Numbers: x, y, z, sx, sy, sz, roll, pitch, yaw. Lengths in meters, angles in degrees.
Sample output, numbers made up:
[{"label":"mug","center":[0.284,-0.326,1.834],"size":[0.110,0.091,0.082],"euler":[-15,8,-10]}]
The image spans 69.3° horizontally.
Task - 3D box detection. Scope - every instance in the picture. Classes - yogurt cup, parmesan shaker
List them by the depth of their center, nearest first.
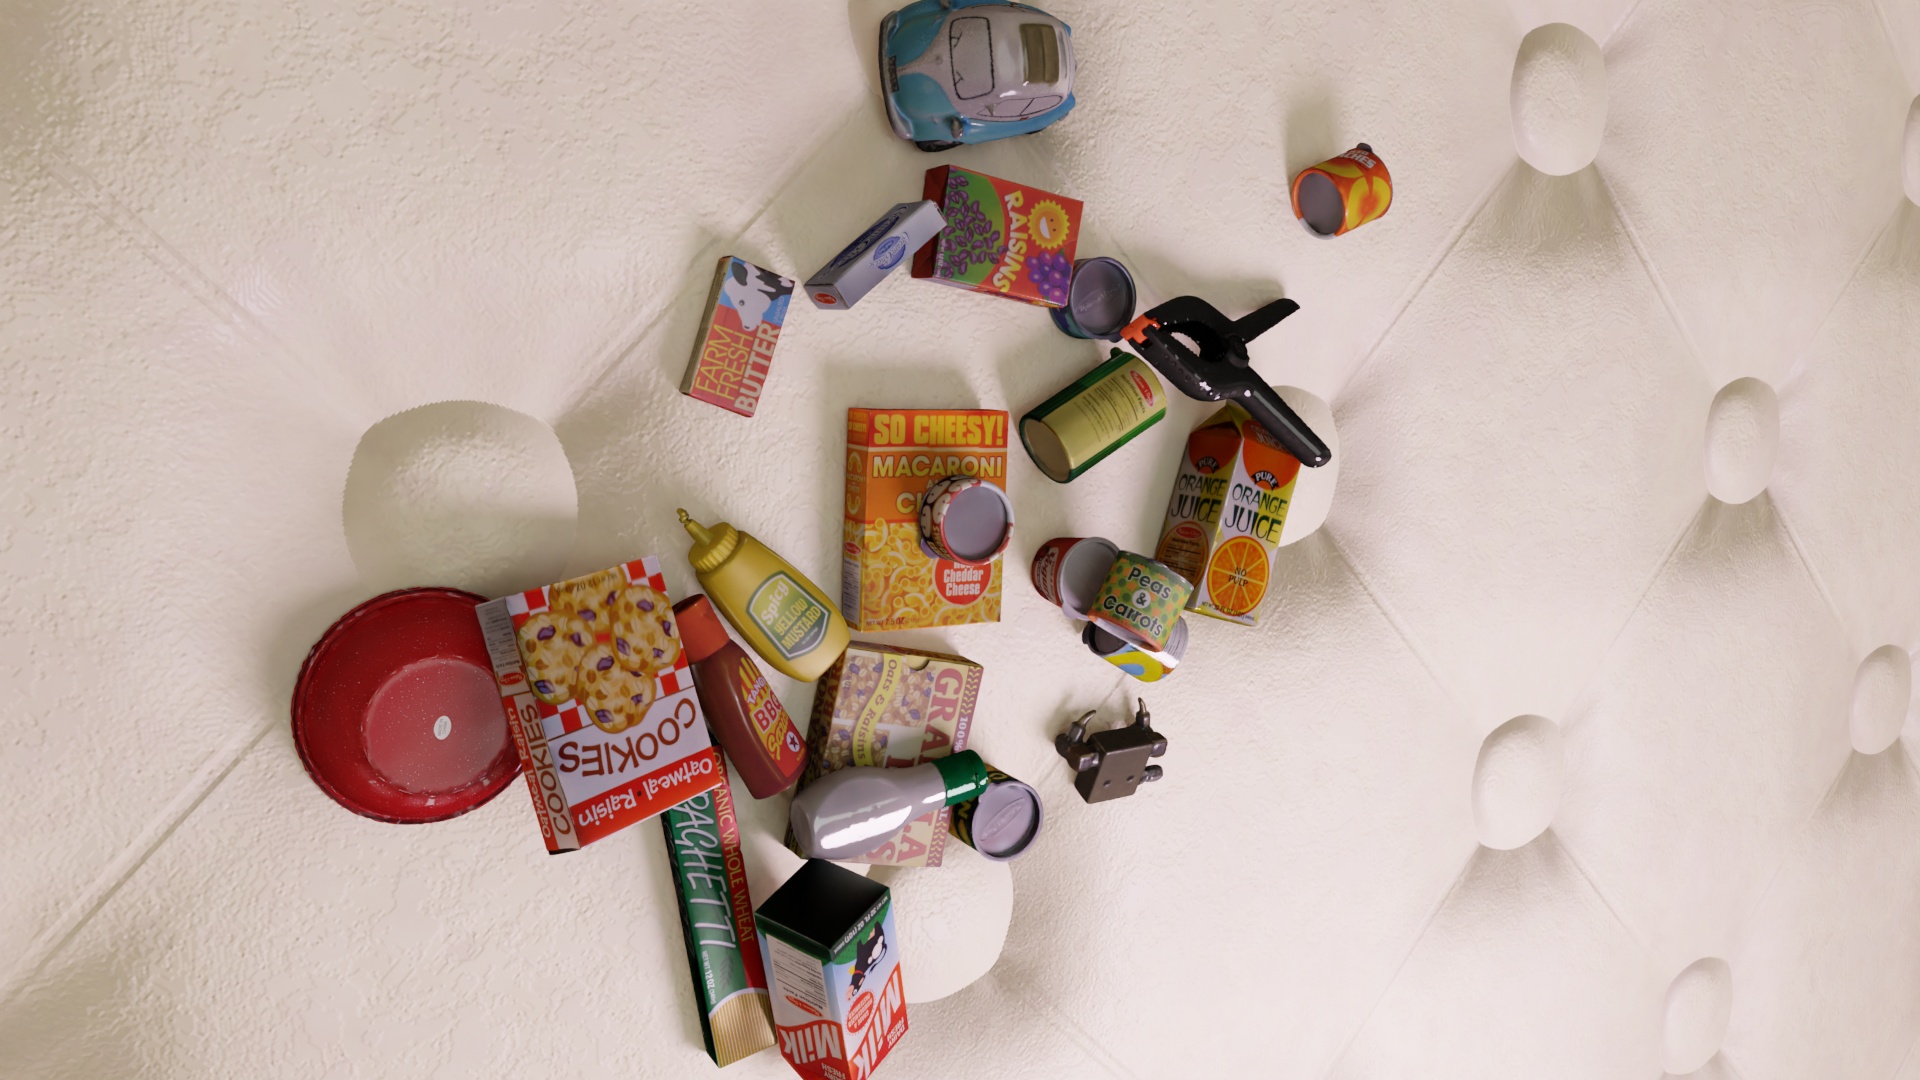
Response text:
[{"label":"parmesan shaker","center":[0.104,-0.101,1.115],"size":[0.103,0.071,0.071],"euler":[-34,112,-21]},{"label":"yogurt cup","center":[0.094,0.027,1.132],"size":[0.072,0.054,0.072],"euler":[-5,99,-29]}]

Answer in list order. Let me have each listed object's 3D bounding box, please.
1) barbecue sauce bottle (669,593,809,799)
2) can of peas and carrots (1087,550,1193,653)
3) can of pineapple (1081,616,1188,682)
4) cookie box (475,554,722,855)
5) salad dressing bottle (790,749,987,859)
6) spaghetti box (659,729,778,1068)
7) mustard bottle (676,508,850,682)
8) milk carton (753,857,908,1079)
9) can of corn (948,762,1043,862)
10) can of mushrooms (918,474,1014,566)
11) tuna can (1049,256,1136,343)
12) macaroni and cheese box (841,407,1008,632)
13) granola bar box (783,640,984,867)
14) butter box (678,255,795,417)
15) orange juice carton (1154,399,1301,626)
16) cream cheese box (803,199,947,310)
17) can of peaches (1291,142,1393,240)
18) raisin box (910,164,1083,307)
[{"label":"barbecue sauce bottle","center":[-0.163,0.109,0.995],"size":[0.043,0.065,0.148],"euler":[-24,105,18]},{"label":"can of peas and carrots","center":[0.141,0.048,1.088],"size":[0.071,0.071,0.059],"euler":[33,81,-29]},{"label":"can of pineapple","center":[0.147,0.079,1.165],"size":[0.058,0.071,0.071],"euler":[32,81,-30]},{"label":"cookie box","center":[-0.236,0.105,0.919],"size":[0.123,0.040,0.167],"euler":[-19,93,-50]},{"label":"salad dressing bottle","center":[-0.051,0.192,1.032],"size":[0.148,0.044,0.064],"euler":[-12,101,-28]},{"label":"spaghetti box","center":[-0.182,0.265,1.022],"size":[0.050,0.028,0.249],"euler":[-15,104,-28]},{"label":"mustard bottle","center":[-0.149,0.034,0.997],"size":[0.160,0.049,0.065],"euler":[47,72,-26]},{"label":"milk carton","center":[-0.091,0.336,1.032],"size":[0.073,0.073,0.189],"euler":[-38,133,-45]},{"label":"can of corn","center":[0.022,0.215,1.114],"size":[0.071,0.058,0.071],"euler":[-5,100,-29]},{"label":"can of mushrooms","center":[0.004,-0.013,1.039],"size":[0.071,0.033,0.071],"euler":[-5,100,-30]},{"label":"tuna can","center":[0.107,-0.193,1.121],"size":[0.071,0.033,0.071],"euler":[-5,99,-29]},{"label":"macaroni and cheese box","center":[-0.027,-0.018,1.064],"size":[0.124,0.040,0.166],"euler":[-2,98,-30]},{"label":"granola bar box","center":[-0.058,0.166,1.073],"size":[0.124,0.039,0.165],"euler":[11,91,-31]},{"label":"butter box","center":[-0.158,-0.143,0.981],"size":[0.053,0.024,0.103],"euler":[17,88,-30]},{"label":"orange juice carton","center":[0.230,-0.030,1.191],"size":[0.072,0.073,0.192],"euler":[17,88,-30]},{"label":"cream cheese box","center":[-0.063,-0.208,1.010],"size":[0.104,0.053,0.024],"euler":[-44,118,-17]},{"label":"can of peaches","center":[0.333,-0.305,1.215],"size":[0.058,0.071,0.071],"euler":[-27,110,-23]},{"label":"raisin box","center":[0.030,-0.232,1.068],"size":[0.123,0.040,0.086],"euler":[7,93,-31]}]
